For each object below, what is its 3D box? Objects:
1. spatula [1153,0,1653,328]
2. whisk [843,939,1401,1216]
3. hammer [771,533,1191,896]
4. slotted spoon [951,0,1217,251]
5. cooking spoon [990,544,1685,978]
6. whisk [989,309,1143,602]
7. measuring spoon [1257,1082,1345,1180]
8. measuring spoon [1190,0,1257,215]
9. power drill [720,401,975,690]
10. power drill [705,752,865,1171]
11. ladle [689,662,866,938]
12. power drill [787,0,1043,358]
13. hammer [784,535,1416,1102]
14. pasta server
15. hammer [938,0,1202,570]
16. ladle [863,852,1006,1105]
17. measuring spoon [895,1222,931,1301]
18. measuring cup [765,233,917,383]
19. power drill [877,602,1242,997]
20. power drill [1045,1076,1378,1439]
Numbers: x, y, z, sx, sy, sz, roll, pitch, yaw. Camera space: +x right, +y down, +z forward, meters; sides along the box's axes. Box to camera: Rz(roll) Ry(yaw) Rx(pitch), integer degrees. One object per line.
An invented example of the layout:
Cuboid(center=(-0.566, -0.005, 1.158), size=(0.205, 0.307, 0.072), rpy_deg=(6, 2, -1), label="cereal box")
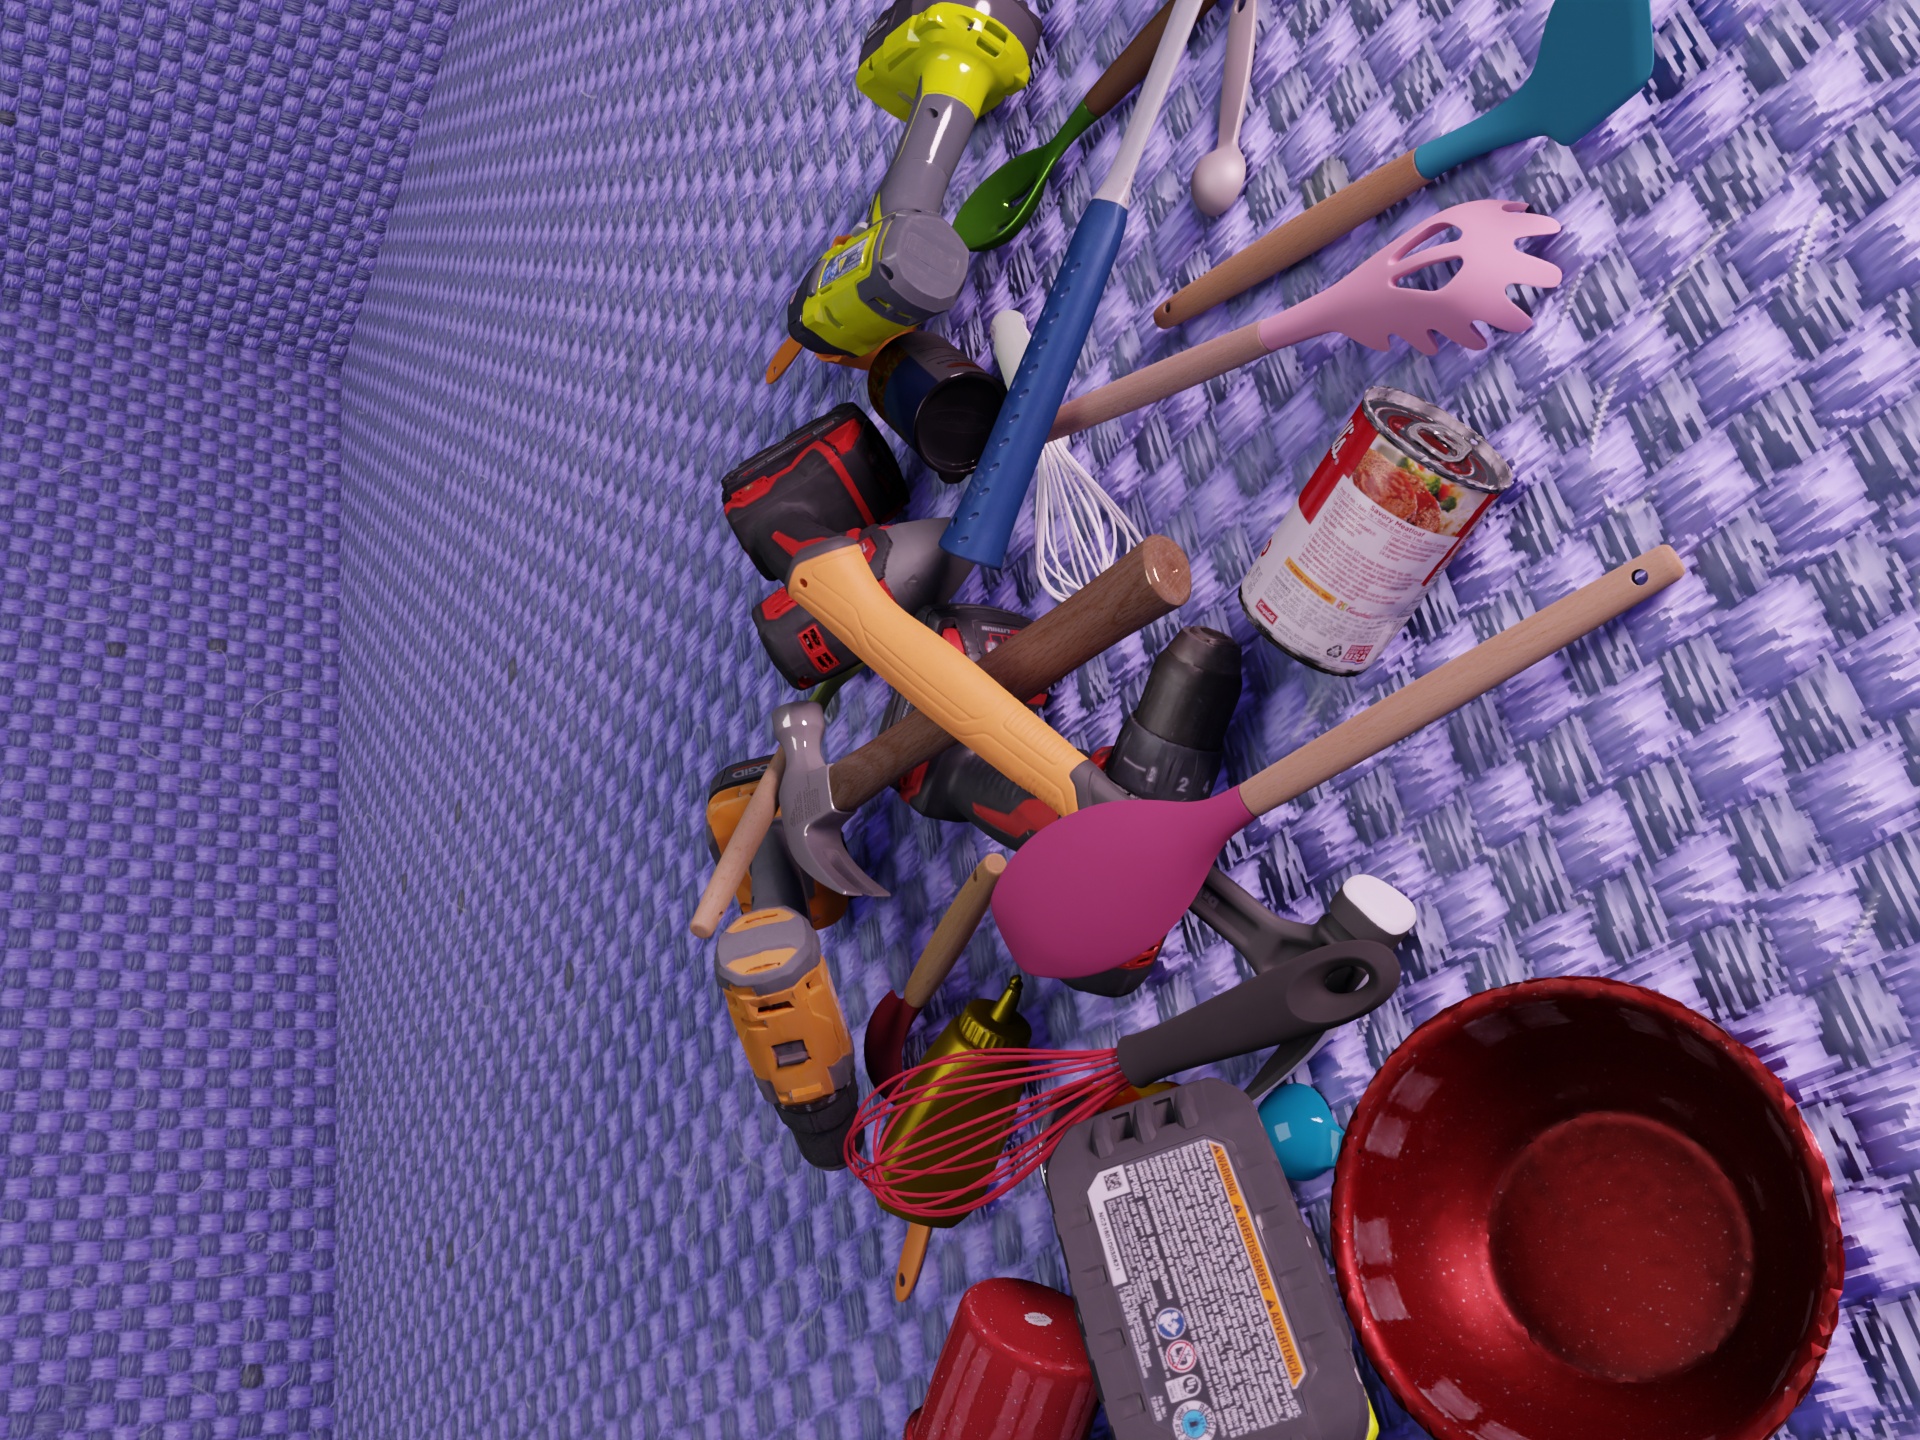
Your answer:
Cuboid(center=(0.178, -0.238, 0.701), size=(0.317, 0.044, 0.082), rpy_deg=(-18, 72, 58), label="spatula")
Cuboid(center=(0.061, 0.157, 0.699), size=(0.296, 0.073, 0.073), rpy_deg=(-30, 57, 31), label="whisk")
Cuboid(center=(-0.001, -0.003, 0.818), size=(0.331, 0.031, 0.130), rpy_deg=(-33, 60, 47), label="hammer")
Cuboid(center=(0.090, -0.356, 0.883), size=(0.313, 0.031, 0.070), rpy_deg=(-33, 39, 51), label="slotted spoon")
Cuboid(center=(0.137, 0.020, 0.637), size=(0.319, 0.017, 0.069), rpy_deg=(-33, 76, 27), label="cooking spoon")
Cuboid(center=(0.052, -0.152, 0.894), size=(0.057, 0.059, 0.247), rpy_deg=(72, -177, -52), label="whisk")
Cuboid(center=(0.163, 0.183, 0.658), size=(0.129, 0.021, 0.042), rpy_deg=(9, 91, 60), label="measuring spoon")
Cuboid(center=(0.134, -0.321, 0.813), size=(0.034, 0.018, 0.124), rpy_deg=(4, 86, 59), label="measuring spoon")
Cuboid(center=(-0.068, -0.112, 0.979), size=(0.143, 0.078, 0.220), rpy_deg=(-31, 32, 2), label="power drill")
Cuboid(center=(-0.101, 0.149, 0.988), size=(0.226, 0.084, 0.185), rpy_deg=(-103, -1, -56), label="power drill")
Cuboid(center=(-0.115, 0.013, 0.989), size=(0.320, 0.062, 0.078), rpy_deg=(-69, -11, -48), label="ladle")
Cuboid(center=(-0.038, -0.339, 0.994), size=(0.171, 0.080, 0.223), rpy_deg=(-4, 66, 58), label="power drill")
Cuboid(center=(0.040, 0.029, 0.732), size=(0.337, 0.034, 0.127), rpy_deg=(40, 124, 20), label="hammer")
Cuboid(center=(0.131, -0.170, 0.746), size=(0.316, 0.040, 0.060), rpy_deg=(-11, 74, 54), label="pasta server")
Cuboid(center=(0.081, -0.268, 0.795), size=(0.144, 0.035, 0.405), rpy_deg=(37, 108, 58), label="hammer")
Cuboid(center=(-0.018, 0.142, 0.866), size=(0.315, 0.031, 0.069), rpy_deg=(114, 155, -58), label="ladle")
Cuboid(center=(-0.026, 0.299, 0.958), size=(0.021, 0.011, 0.117), rpy_deg=(33, 112, 56), label="measuring spoon")
Cuboid(center=(-0.085, -0.277, 1.139), size=(0.173, 0.052, 0.095), rpy_deg=(-27, 62, 57), label="measuring cup")
Cuboid(center=(0.052, 0.010, 0.830), size=(0.227, 0.080, 0.188), rpy_deg=(42, 119, 51), label="power drill")
Cuboid(center=(0.102, 0.219, 0.597), size=(0.080, 0.228, 0.191), rpy_deg=(-21, 56, 7), label="power drill")
